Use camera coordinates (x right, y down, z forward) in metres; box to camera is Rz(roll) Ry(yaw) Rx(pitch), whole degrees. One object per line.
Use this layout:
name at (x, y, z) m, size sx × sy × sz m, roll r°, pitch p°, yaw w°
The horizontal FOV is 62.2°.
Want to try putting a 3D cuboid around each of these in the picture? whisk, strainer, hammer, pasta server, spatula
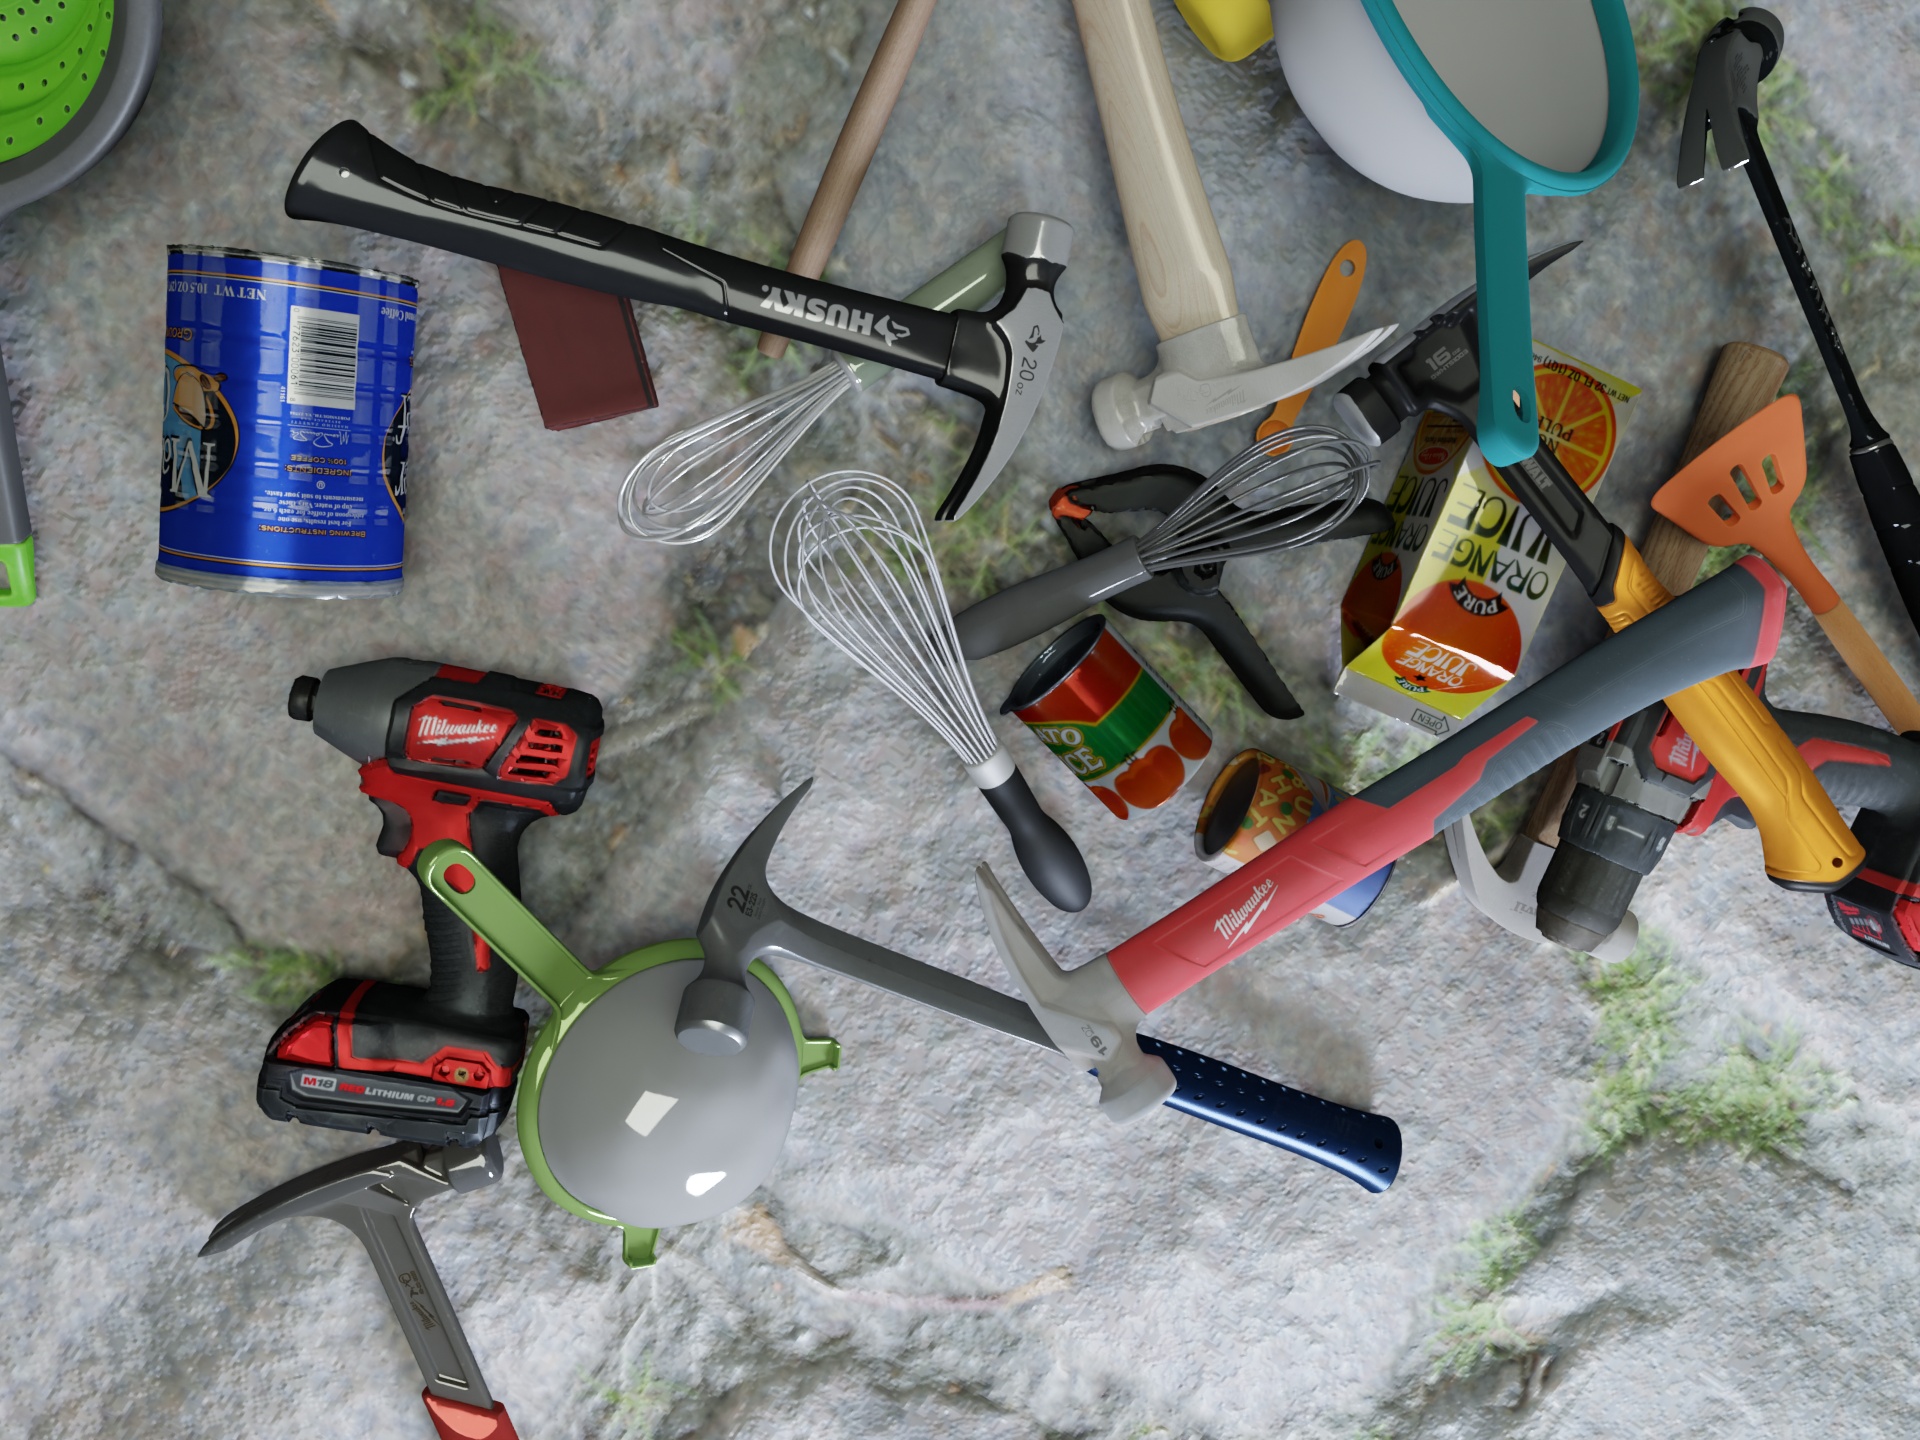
whisk at (0.086, -0.077, 0.760) m, size 0.239 × 0.055 × 0.055 m, roll -24°, pitch 104°, yaw 21°
whisk at (-0.061, -0.163, 0.761) m, size 0.246 × 0.059 × 0.057 m, roll -36°, pitch 140°, yaw -4°
strainer at (-0.155, 0.150, 0.737) m, size 0.151 × 0.069 × 0.256 m, roll -45°, pitch 125°, yaw -16°
hammer at (0.058, 0.158, 0.815) m, size 0.405 × 0.035 × 0.144 m, roll 24°, pitch 52°, yaw -19°
hammer at (0.193, 0.031, 0.740) m, size 0.386 × 0.038 × 0.143 m, roll -34°, pitch 88°, yaw 11°
hammer at (0.073, -0.338, 0.721) m, size 0.146 × 0.038 × 0.410 m, roll -12°, pitch 100°, yaw 35°
hammer at (-0.256, 0.392, 0.835) m, size 0.149 × 0.037 × 0.359 m, roll -19°, pitch 102°, yaw -4°
hammer at (-0.118, -0.189, 0.701) m, size 0.334 × 0.035 × 0.146 m, roll 11°, pitch 93°, yaw -17°
strainer at (0.205, -0.258, 0.706) m, size 0.210 × 0.095 × 0.341 m, roll 15°, pitch 69°, yaw -33°
hammer at (0.460, -0.153, 0.813) m, size 0.408 × 0.036 × 0.149 m, roll 56°, pitch 46°, yaw -18°
pasta server at (-0.032, -0.313, 0.715) m, size 0.040 × 0.060 × 0.316 m, roll 20°, pitch 110°, yaw -19°
hammer at (0.356, -0.040, 0.847) m, size 0.130 × 0.031 × 0.331 m, roll 19°, pitch 97°, yaw -11°
hammer at (0.325, -0.059, 0.749) m, size 0.127 × 0.034 × 0.337 m, roll -38°, pitch 96°, yaw 6°
whisk at (0.000, -0.003, 0.761) m, size 0.070 × 0.070 × 0.284 m, roll -34°, pitch 123°, yaw -1°
spatula at (0.472, -0.041, 0.839) m, size 0.081 × 0.041 × 0.322 m, roll -40°, pitch 113°, yaw 18°

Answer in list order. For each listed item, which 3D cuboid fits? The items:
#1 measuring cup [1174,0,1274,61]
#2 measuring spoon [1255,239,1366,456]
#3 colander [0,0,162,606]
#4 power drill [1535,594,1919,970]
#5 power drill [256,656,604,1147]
measuring cup at (0.089, -0.374, 0.745) m, size 0.029 × 0.062 × 0.156 m, roll -40°, pitch 92°, yaw 11°
measuring spoon at (0.178, -0.189, 0.808) m, size 0.021 × 0.011 × 0.117 m, roll 23°, pitch 93°, yaw -11°
colander at (-0.429, -0.244, 0.680) m, size 0.204 × 0.095 × 0.396 m, roll 3°, pitch 118°, yaw -9°
power drill at (0.418, 0.058, 0.821) m, size 0.226 × 0.080 × 0.188 m, roll 22°, pitch 96°, yaw -9°
power drill at (-0.260, 0.080, 0.760) m, size 0.143 × 0.078 × 0.219 m, roll 12°, pitch 95°, yaw -10°
